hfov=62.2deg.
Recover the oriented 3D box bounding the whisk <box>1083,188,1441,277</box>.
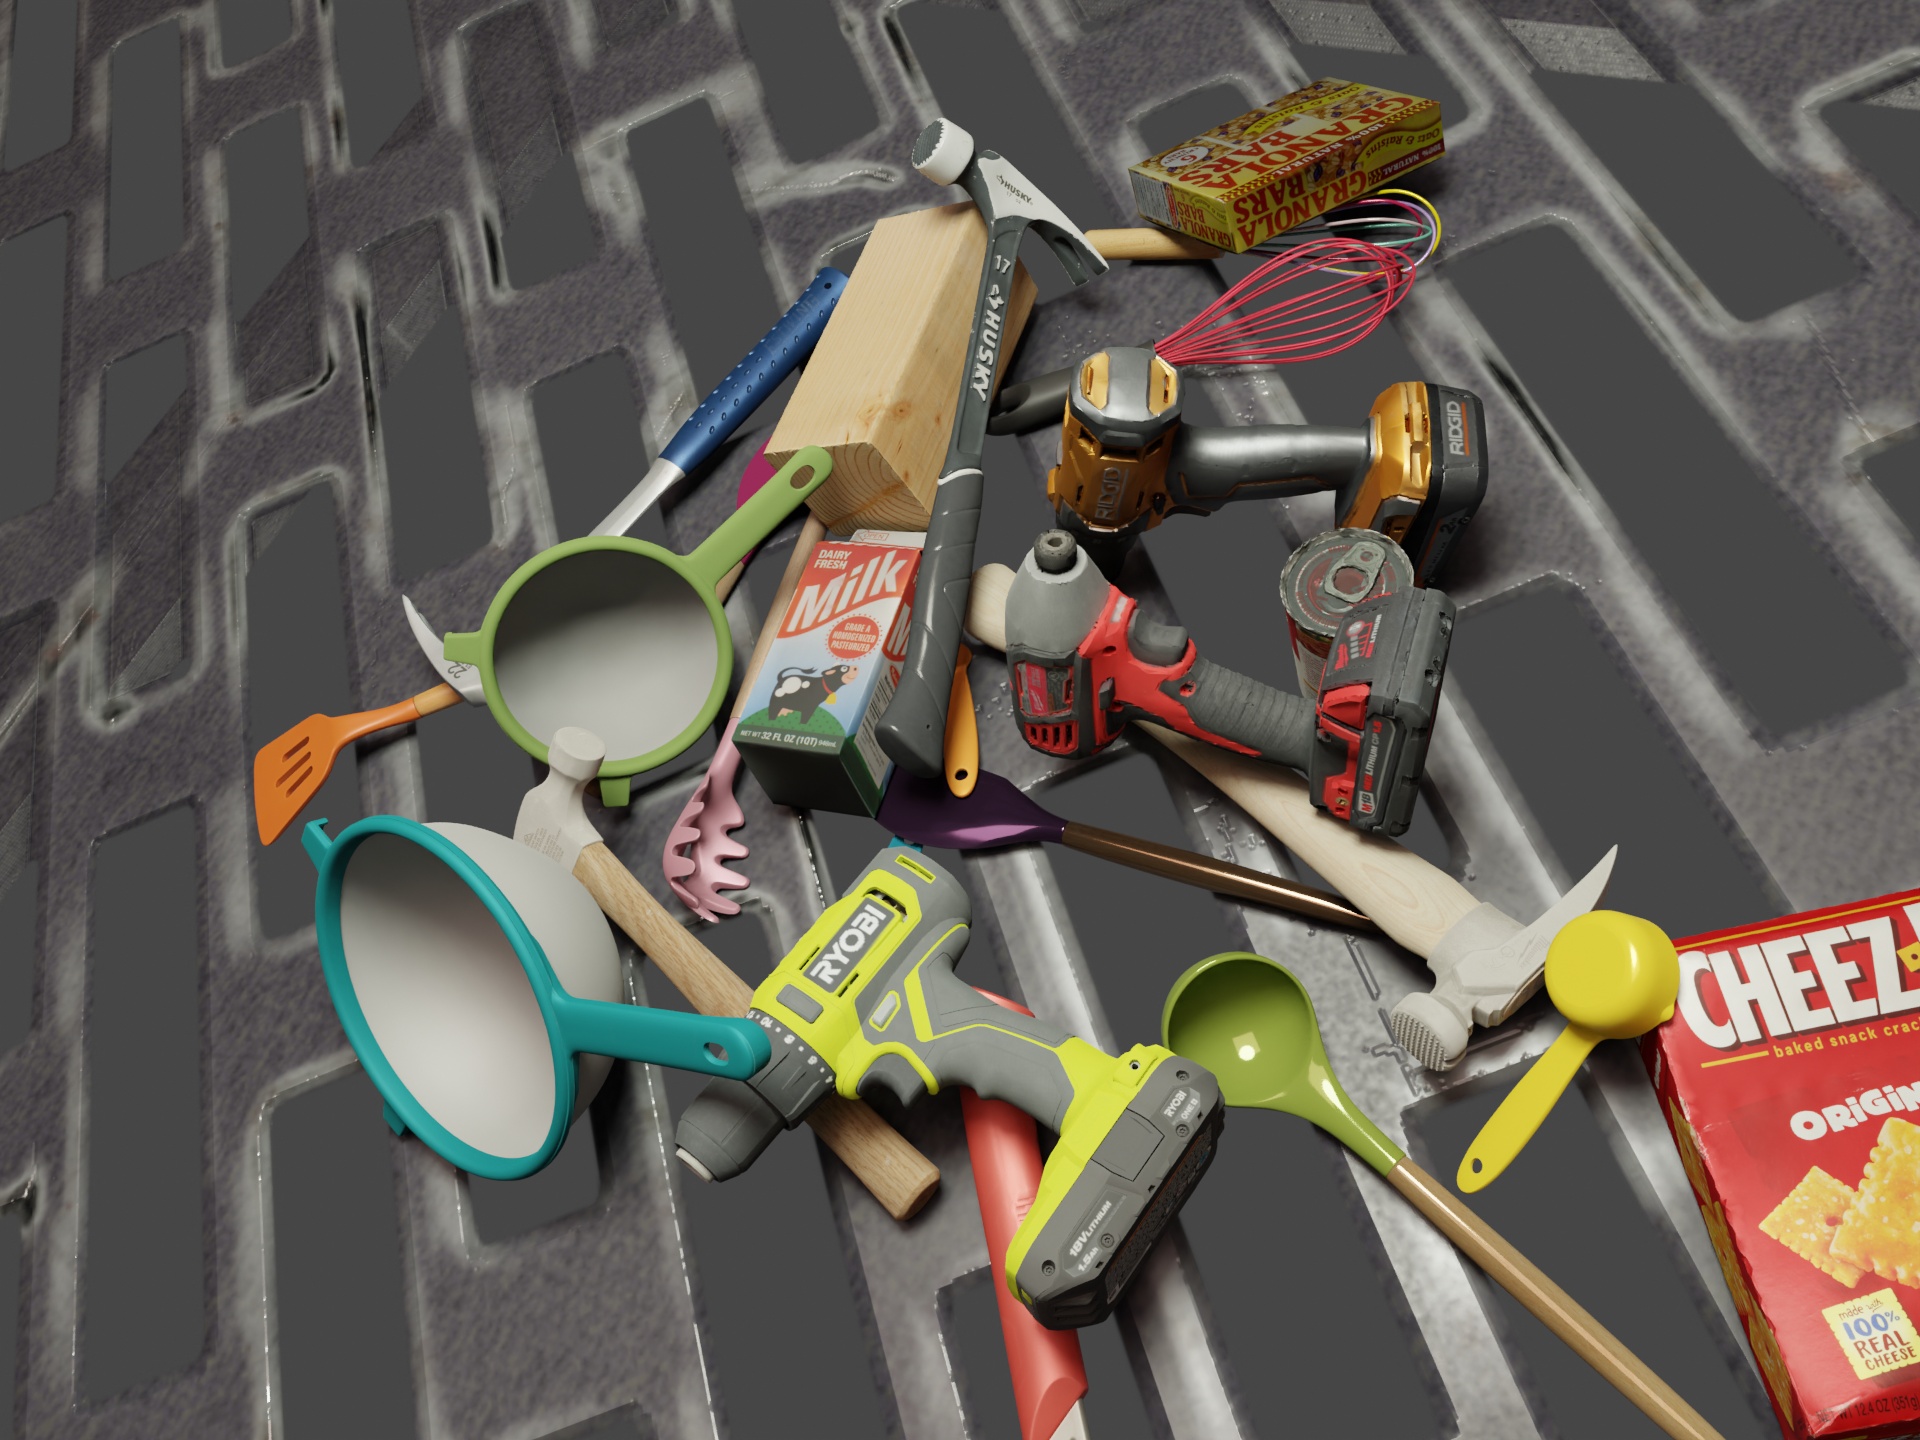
[{"bbox_3d":[0.198,-0.326,1.068,0.245,0.047,0.051,6,46,25],"label":"whisk"}]

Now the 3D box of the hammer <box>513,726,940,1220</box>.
[{"bbox_3d":[-0.138,0.151,0.881,0.331,0.031,0.130,40,120,23],"label":"hammer"}]

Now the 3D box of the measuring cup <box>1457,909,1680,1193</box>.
[{"bbox_3d":[0.269,0.155,0.735,0.156,0.029,0.062,-59,32,13],"label":"measuring cup"}]

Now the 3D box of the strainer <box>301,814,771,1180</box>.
[{"bbox_3d":[-0.205,0.138,0.843,0.340,0.211,0.095,0,17,37],"label":"strainer"}]

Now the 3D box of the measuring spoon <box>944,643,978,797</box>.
[{"bbox_3d":[-0.002,-0.003,0.956,0.021,0.011,0.117,-10,51,9],"label":"measuring spoon"}]

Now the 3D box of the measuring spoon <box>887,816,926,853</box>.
[{"bbox_3d":[-0.044,0.112,0.913,0.042,0.021,0.129,10,56,19],"label":"measuring spoon"}]

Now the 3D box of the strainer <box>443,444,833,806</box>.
[{"bbox_3d":[-0.181,-0.081,0.981,0.256,0.151,0.069,-44,24,-1],"label":"strainer"}]

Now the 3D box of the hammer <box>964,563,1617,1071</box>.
[{"bbox_3d":[0.152,0.014,0.879,0.146,0.038,0.411,-36,52,-19],"label":"hammer"}]

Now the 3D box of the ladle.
[{"bbox_3d":[0.220,0.225,0.735,0.320,0.062,0.078,41,94,29],"label":"ladle"}]

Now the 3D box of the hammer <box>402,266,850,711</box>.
[{"bbox_3d":[-0.211,-0.170,1.097,0.144,0.035,0.405,30,69,26],"label":"hammer"}]

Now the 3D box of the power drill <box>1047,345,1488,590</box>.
[{"bbox_3d":[0.162,-0.126,0.910,0.226,0.185,0.084,6,62,0],"label":"power drill"}]

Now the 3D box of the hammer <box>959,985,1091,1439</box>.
[{"bbox_3d":[0.030,0.301,0.764,0.149,0.036,0.359,-17,58,8],"label":"hammer"}]

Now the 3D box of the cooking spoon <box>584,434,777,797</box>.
[{"bbox_3d":[-0.163,-0.085,1.061,0.069,0.017,0.319,16,66,32],"label":"cooking spoon"}]

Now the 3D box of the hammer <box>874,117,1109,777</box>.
[{"bbox_3d":[0.006,-0.161,0.963,0.036,0.149,0.409,-15,59,50],"label":"hammer"}]

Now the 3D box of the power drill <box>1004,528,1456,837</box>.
[{"bbox_3d":[0.127,-0.026,0.802,0.220,0.143,0.079,12,52,18],"label":"power drill"}]

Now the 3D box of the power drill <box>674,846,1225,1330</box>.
[{"bbox_3d":[-0.008,0.185,0.768,0.229,0.080,0.190,29,64,26],"label":"power drill"}]

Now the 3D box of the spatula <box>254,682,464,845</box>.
[{"bbox_3d":[-0.340,-0.014,1.076,0.322,0.041,0.081,-23,56,0],"label":"spatula"}]

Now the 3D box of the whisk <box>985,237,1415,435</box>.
[{"bbox_3d":[0.147,-0.242,1.030,0.296,0.073,0.073,-17,57,15],"label":"whisk"}]

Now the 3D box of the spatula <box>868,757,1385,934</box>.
[{"bbox_3d":[0.082,0.072,0.889,0.316,0.018,0.060,14,58,25],"label":"spatula"}]

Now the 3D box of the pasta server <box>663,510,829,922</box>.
[{"bbox_3d":[-0.122,-0.020,0.997,0.040,0.060,0.316,0,57,27],"label":"pasta server"}]
